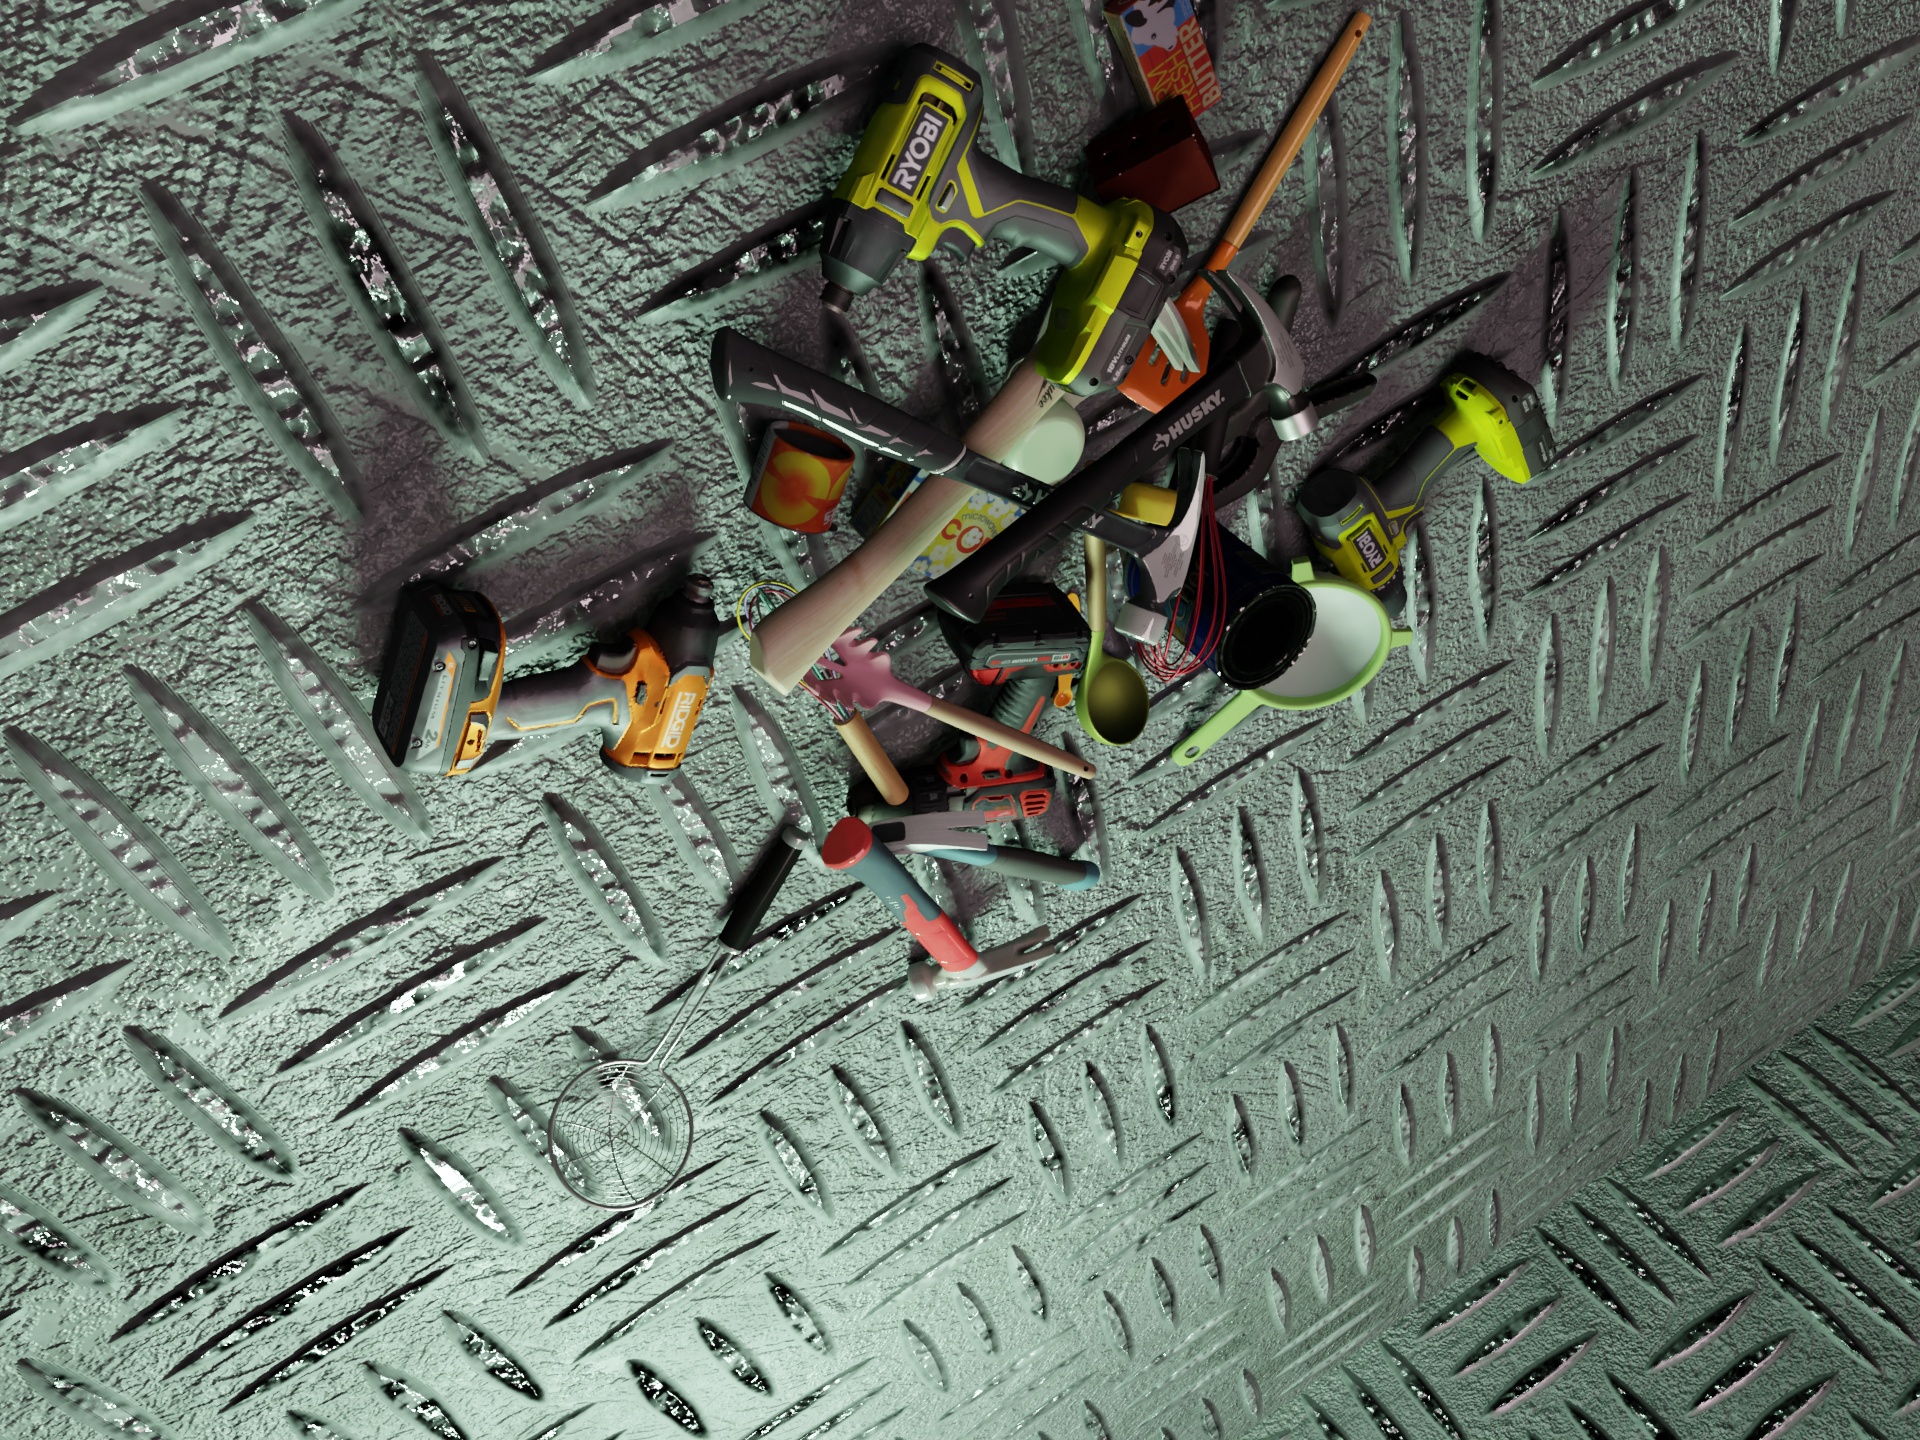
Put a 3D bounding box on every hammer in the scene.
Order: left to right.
[{"bbox_3d":[-0.022,0.160,1.370,0.143,0.038,0.386,-20,152,6],"label":"hammer"},{"bbox_3d":[0.006,-0.173,1.150,0.410,0.038,0.146,-48,121,-8],"label":"hammer"},{"bbox_3d":[0.010,-0.180,1.109,0.408,0.036,0.149,19,95,-32],"label":"hammer"},{"bbox_3d":[0.028,0.123,1.434,0.128,0.033,0.330,-14,162,32],"label":"hammer"},{"bbox_3d":[0.108,-0.182,1.123,0.335,0.035,0.146,-39,119,-14],"label":"hammer"}]

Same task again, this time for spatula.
[{"bbox_3d":[0.222,-0.382,1.208,0.081,0.041,0.322,23,108,-24],"label":"spatula"}]

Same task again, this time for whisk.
[{"bbox_3d":[-0.104,-0.018,1.240,0.047,0.051,0.244,-45,130,-17],"label":"whisk"},{"bbox_3d":[0.191,-0.175,1.267,0.073,0.073,0.296,12,87,-40],"label":"whisk"}]

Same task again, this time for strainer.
[{"bbox_3d":[0.287,-0.054,1.506,0.151,0.069,0.256,28,125,-24],"label":"strainer"}]

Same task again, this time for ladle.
[{"bbox_3d":[0.124,-0.092,1.322,0.078,0.062,0.319,-52,154,-28],"label":"ladle"}]

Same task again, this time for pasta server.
[{"bbox_3d":[-0.002,-0.004,1.252,0.316,0.040,0.060,23,83,-36],"label":"pasta server"}]

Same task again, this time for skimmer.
[{"bbox_3d":[-0.229,0.254,1.363,0.127,0.090,0.363,29,104,-13],"label":"skimmer"}]

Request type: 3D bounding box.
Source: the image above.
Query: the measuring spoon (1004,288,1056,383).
[{"bbox_3d":[0.065,-0.299,1.189,0.034,0.018,0.124,16,106,-39],"label":"measuring spoon"}]

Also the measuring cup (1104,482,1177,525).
[{"bbox_3d":[0.122,-0.182,1.284,0.156,0.062,0.029,4,106,-39],"label":"measuring cup"}]

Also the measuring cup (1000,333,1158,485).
[{"bbox_3d":[0.096,-0.243,1.232,0.167,0.038,0.083,-38,137,-1],"label":"measuring cup"}]

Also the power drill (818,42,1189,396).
[{"bbox_3d":[0.023,-0.313,1.056,0.223,0.080,0.171,23,100,-24],"label":"power drill"}]

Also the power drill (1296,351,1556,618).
[{"bbox_3d":[0.431,-0.208,1.470,0.228,0.080,0.190,-41,137,4],"label":"power drill"}]

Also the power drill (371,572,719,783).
[{"bbox_3d":[-0.275,-0.036,1.110,0.226,0.084,0.164,3,121,-41],"label":"power drill"}]

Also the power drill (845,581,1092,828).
[{"bbox_3d":[0.006,0.000,1.339,0.188,0.080,0.226,-6,131,-23],"label":"power drill"}]

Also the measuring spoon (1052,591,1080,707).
[{"bbox_3d":[0.092,-0.062,1.397,0.021,0.011,0.116,-15,127,-24],"label":"measuring spoon"}]
